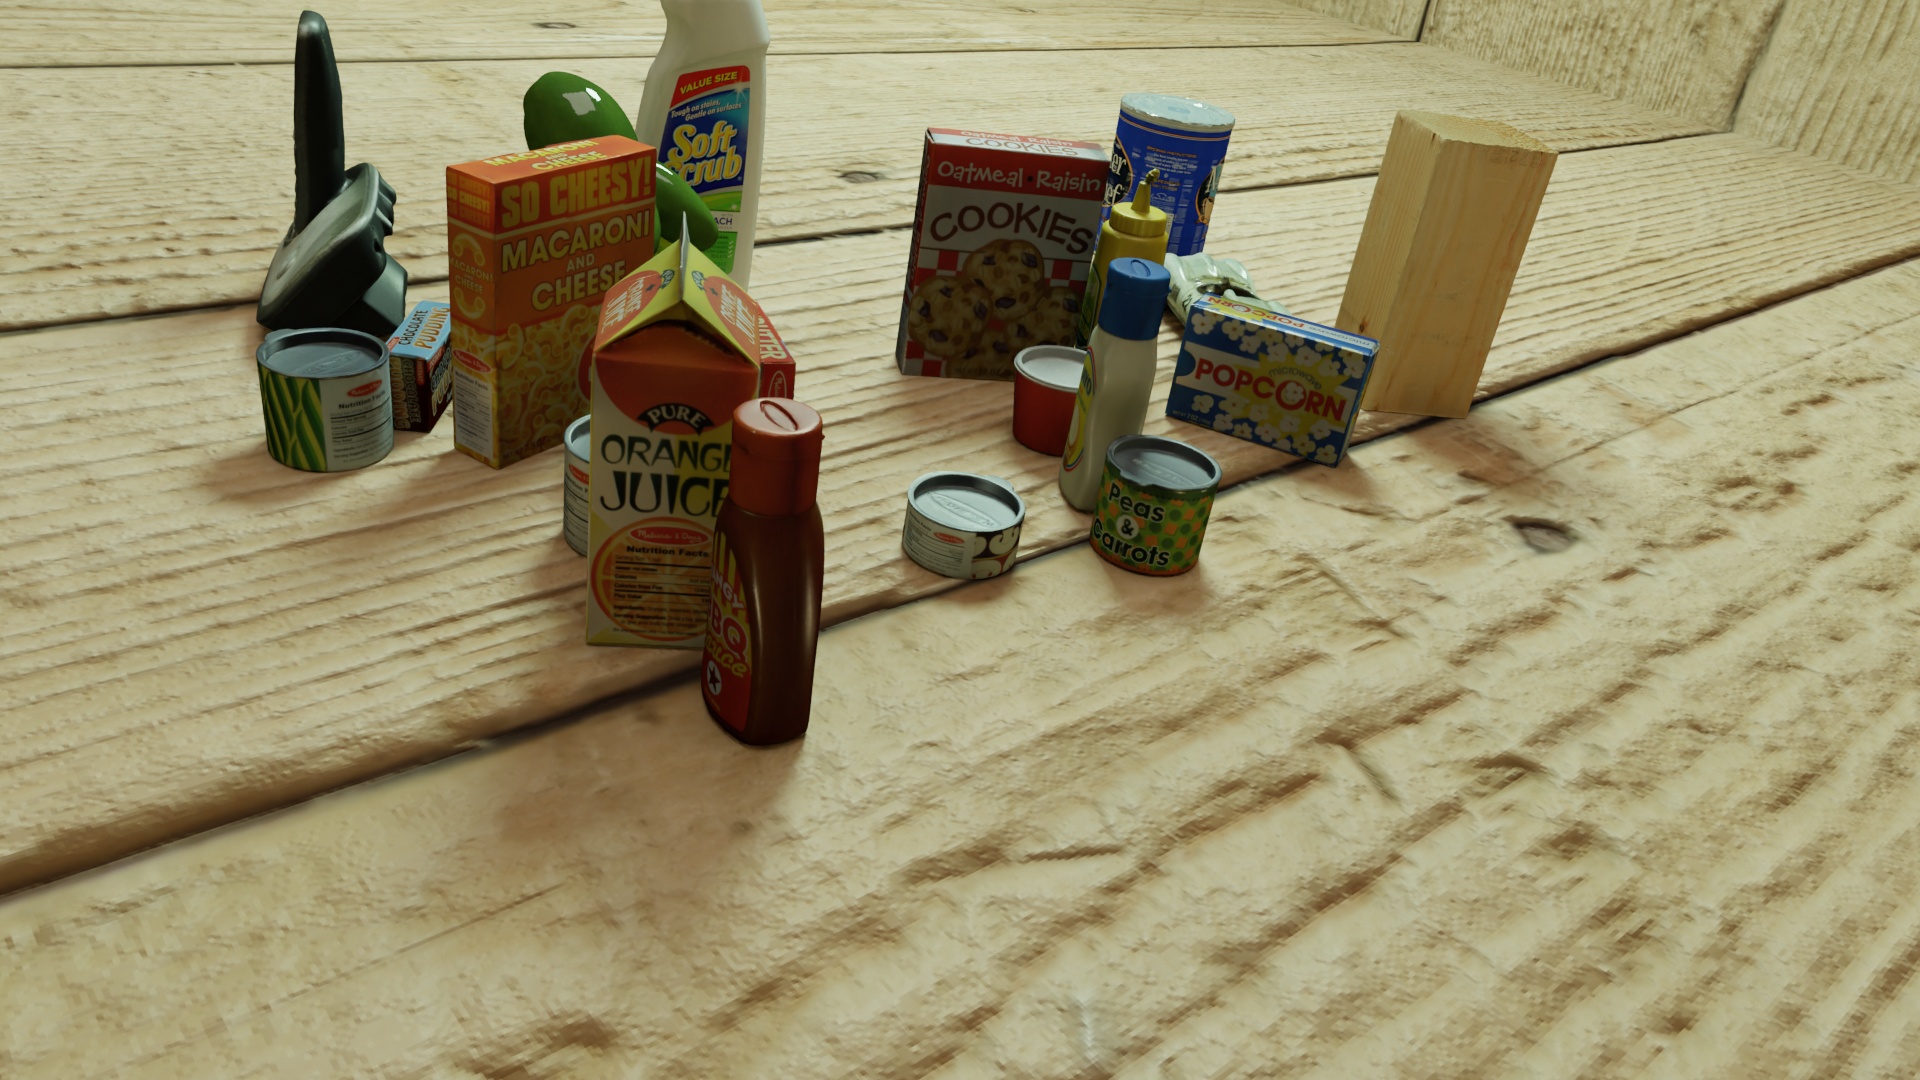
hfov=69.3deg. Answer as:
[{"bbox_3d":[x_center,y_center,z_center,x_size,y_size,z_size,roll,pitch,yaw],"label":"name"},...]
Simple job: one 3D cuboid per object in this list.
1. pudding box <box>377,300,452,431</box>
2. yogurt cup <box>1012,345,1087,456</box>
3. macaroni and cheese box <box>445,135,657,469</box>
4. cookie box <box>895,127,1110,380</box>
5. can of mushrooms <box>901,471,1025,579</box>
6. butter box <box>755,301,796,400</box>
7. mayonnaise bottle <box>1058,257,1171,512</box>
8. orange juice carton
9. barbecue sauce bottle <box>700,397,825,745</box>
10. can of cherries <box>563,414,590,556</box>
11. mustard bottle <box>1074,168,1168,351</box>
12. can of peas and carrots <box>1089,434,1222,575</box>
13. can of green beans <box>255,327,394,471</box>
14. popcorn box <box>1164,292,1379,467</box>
[{"bbox_3d":[-0.319,-0.105,0.829,0.030,0.049,0.084,6,30,-6],"label":"pudding box"},{"bbox_3d":[0.065,-0.091,0.911,0.072,0.053,0.073,7,30,-4],"label":"yogurt cup"},{"bbox_3d":[-0.232,-0.139,0.795,0.040,0.165,0.124,23,32,23],"label":"macaroni and cheese box"},{"bbox_3d":[0.027,-0.196,0.967,0.123,0.166,0.040,2,30,-13],"label":"cookie box"},{"bbox_3d":[0.003,-0.010,0.774,0.071,0.033,0.071,7,30,-4],"label":"can of mushrooms"},{"bbox_3d":[-0.131,-0.111,0.891,0.024,0.052,0.104,-4,32,-22],"label":"butter box"},{"bbox_3d":[0.092,-0.093,0.828,0.041,0.147,0.065,5,30,-8],"label":"mayonnaise bottle"},{"bbox_3d":[-0.132,-0.048,0.641,0.073,0.191,0.072,4,30,-11],"label":"orange juice carton"},{"bbox_3d":[-0.083,0.013,0.595,0.044,0.147,0.065,-10,35,-31],"label":"barbecue sauce bottle"},{"bbox_3d":[-0.173,-0.029,0.731,0.071,0.058,0.072,7,30,-4],"label":"can of cherries"},{"bbox_3d":[0.116,-0.186,0.985,0.049,0.159,0.065,4,30,-9],"label":"mustard bottle"},{"bbox_3d":[0.110,-0.020,0.797,0.071,0.058,0.071,7,30,-4],"label":"can of peas and carrots"},{"bbox_3d":[-0.348,-0.078,0.764,0.071,0.057,0.071,7,30,-4],"label":"can of green beans"},{"bbox_3d":[0.214,-0.112,0.960,0.127,0.084,0.038,19,31,17],"label":"popcorn box"}]
